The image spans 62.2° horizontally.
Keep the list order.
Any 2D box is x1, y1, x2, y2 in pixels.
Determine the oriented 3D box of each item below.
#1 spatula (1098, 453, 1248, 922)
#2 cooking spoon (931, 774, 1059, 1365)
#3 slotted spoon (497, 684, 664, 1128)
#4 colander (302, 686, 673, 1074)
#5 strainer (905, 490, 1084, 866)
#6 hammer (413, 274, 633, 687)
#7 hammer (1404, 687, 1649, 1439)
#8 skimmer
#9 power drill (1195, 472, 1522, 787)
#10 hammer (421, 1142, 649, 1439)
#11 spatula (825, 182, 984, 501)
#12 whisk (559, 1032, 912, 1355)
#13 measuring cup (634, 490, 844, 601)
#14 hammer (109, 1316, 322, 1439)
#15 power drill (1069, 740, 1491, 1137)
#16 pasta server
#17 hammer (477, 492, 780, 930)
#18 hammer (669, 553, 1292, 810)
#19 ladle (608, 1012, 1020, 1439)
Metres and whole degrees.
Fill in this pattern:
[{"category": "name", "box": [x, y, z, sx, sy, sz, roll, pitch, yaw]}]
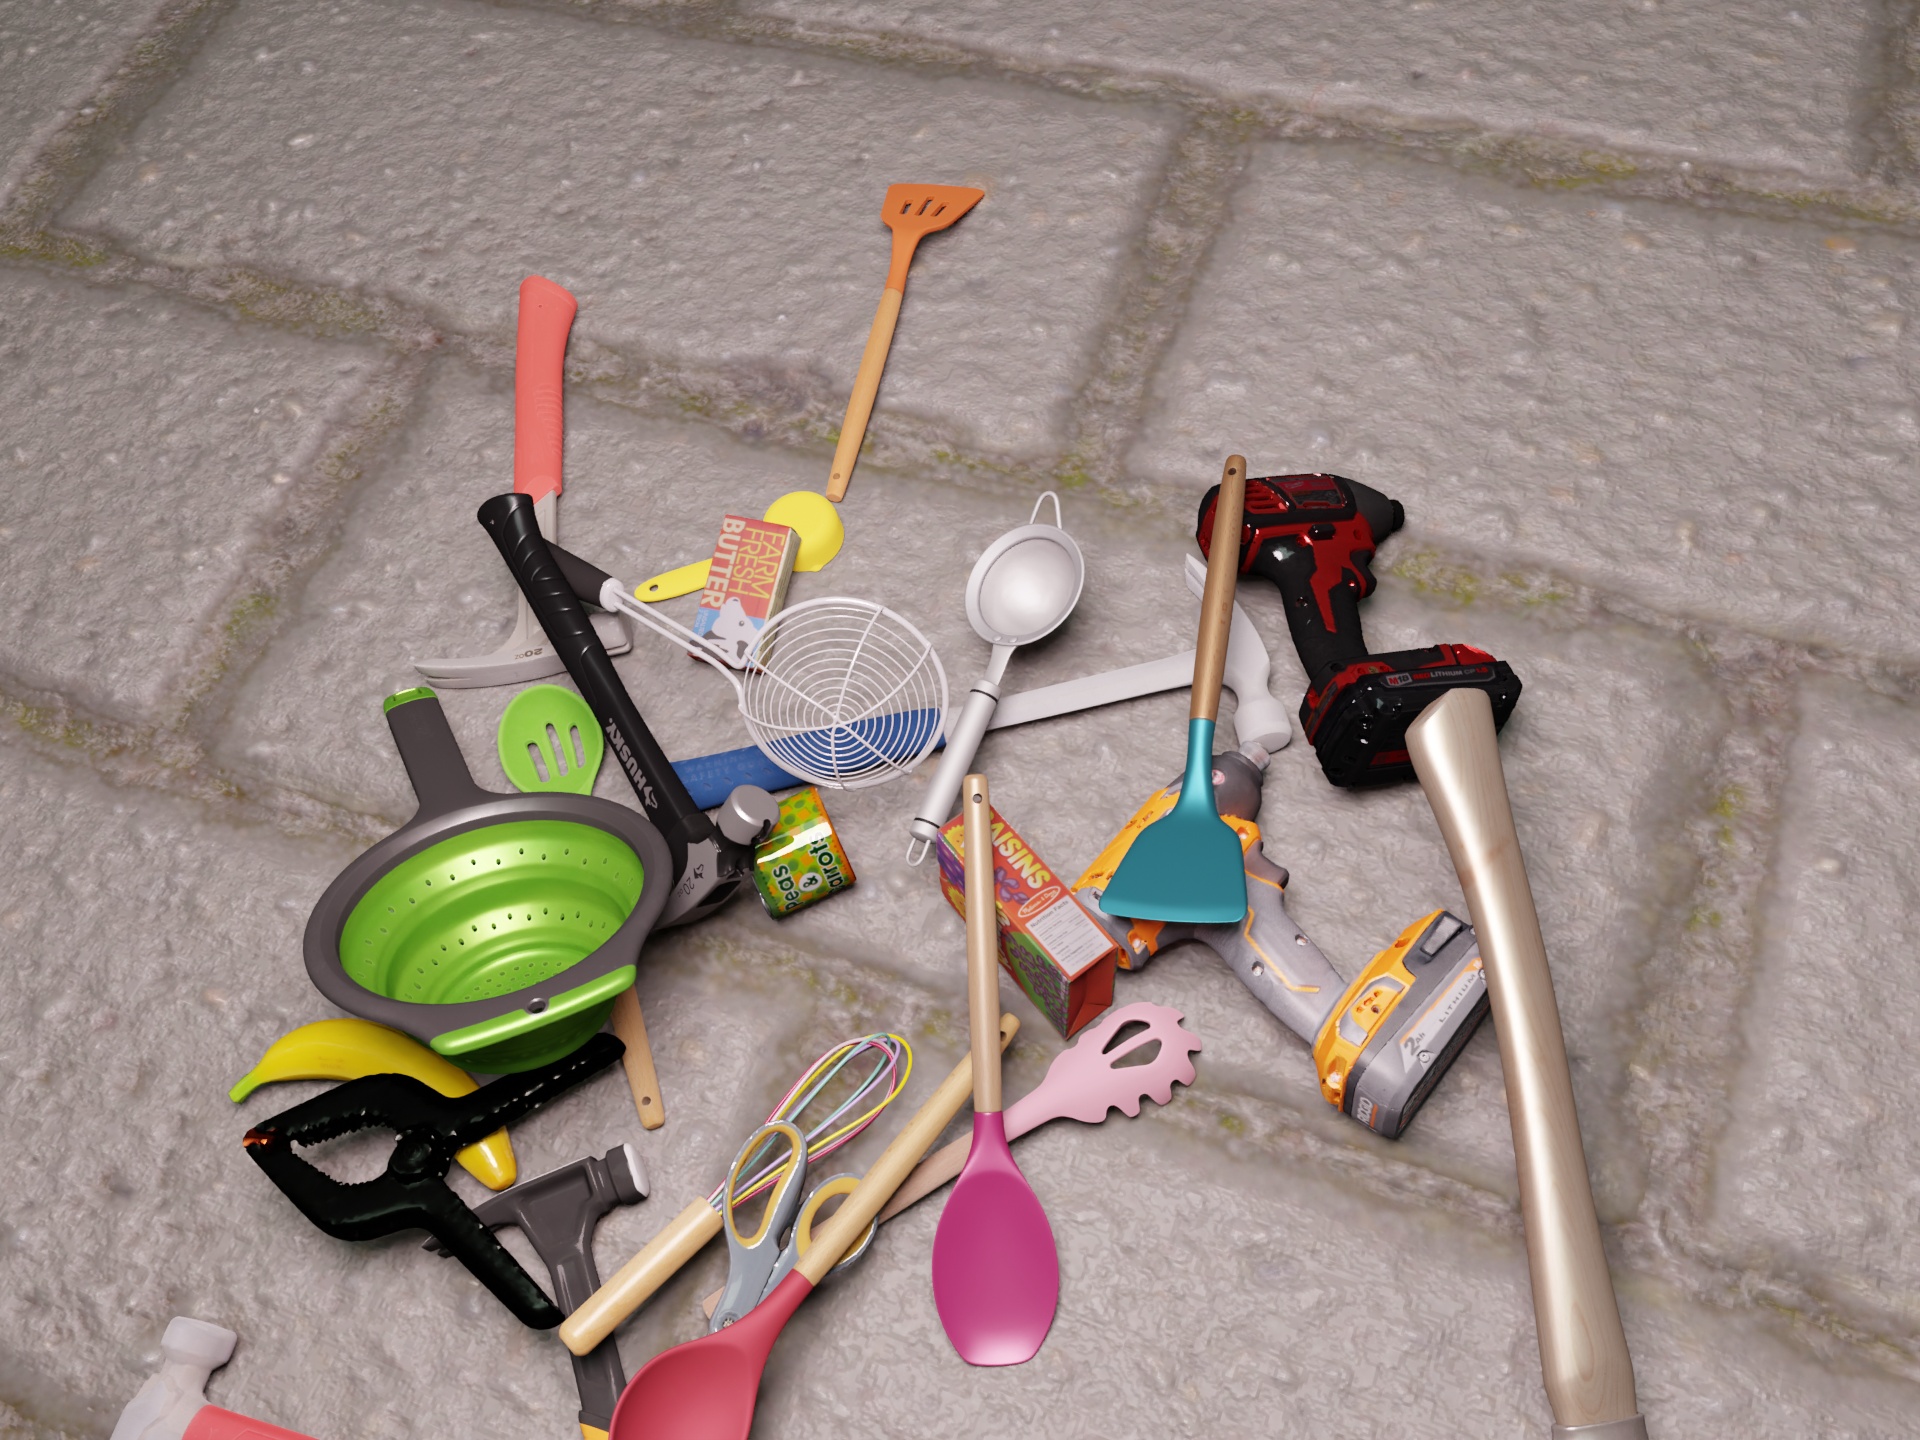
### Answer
[{"category": "spatula", "box": [0.146, -0.027, 0.938, 0.082, 0.044, 0.318, 1, 66, 21]}, {"category": "cooking spoon", "box": [0.015, 0.189, 0.876, 0.068, 0.017, 0.319, -2, 83, -1]}, {"category": "slotted spoon", "box": [-0.234, 0.112, 1.013, 0.070, 0.031, 0.314, -21, 62, -3]}, {"category": "colander", "box": [-0.297, 0.098, 0.980, 0.204, 0.094, 0.398, -19, 34, -20]}, {"category": "strainer", "box": [0.019, -0.024, 1.002, 0.087, 0.050, 0.258, 11, 68, 36]}, {"category": "hammer", "box": [-0.325, -0.189, 1.189, 0.149, 0.036, 0.359, -10, 61, 3]}, {"category": "hammer", "box": [0.303, 0.182, 0.813, 0.146, 0.038, 0.411, -3, 74, -12]}, {"category": "skimmer", "box": [-0.167, -0.065, 1.039, 0.364, 0.127, 0.090, 28, 31, 35]}, {"category": "power drill", "box": [0.251, -0.070, 1.005, 0.143, 0.078, 0.220, -6, 52, -19]}, {"category": "hammer", "box": [-0.186, 0.401, 0.838, 0.127, 0.034, 0.337, -22, 60, -5]}, {"category": "spatula", "box": [-0.055, -0.302, 1.220, 0.081, 0.041, 0.323, 8, 67, 13]}, {"category": "whisk", "box": [-0.120, 0.258, 0.885, 0.047, 0.051, 0.245, 42, 65, 17]}, {"category": "measuring cup", "box": [-0.159, -0.120, 1.127, 0.156, 0.029, 0.062, -20, 60, -5]}, {"category": "hammer", "box": [-0.283, 0.419, 0.810, 0.386, 0.038, 0.143, 5, 63, 21]}, {"category": "power drill", "box": [0.192, 0.113, 0.918, 0.227, 0.084, 0.164, 33, 69, 27]}, {"category": "pasta server", "box": [-0.004, 0.252, 0.901, 0.316, 0.040, 0.060, -31, 61, -4]}, {"category": "hammer", "box": [-0.231, -0.018, 1.012, 0.035, 0.146, 0.335, -7, 54, -46]}, {"category": "hammer", "box": [-0.002, -0.003, 1.036, 0.405, 0.035, 0.144, -13, 60, 1]}, {"category": "ladle", "box": [-0.067, 0.274, 0.845, 0.069, 0.031, 0.315, 46, 64, -5]}]
